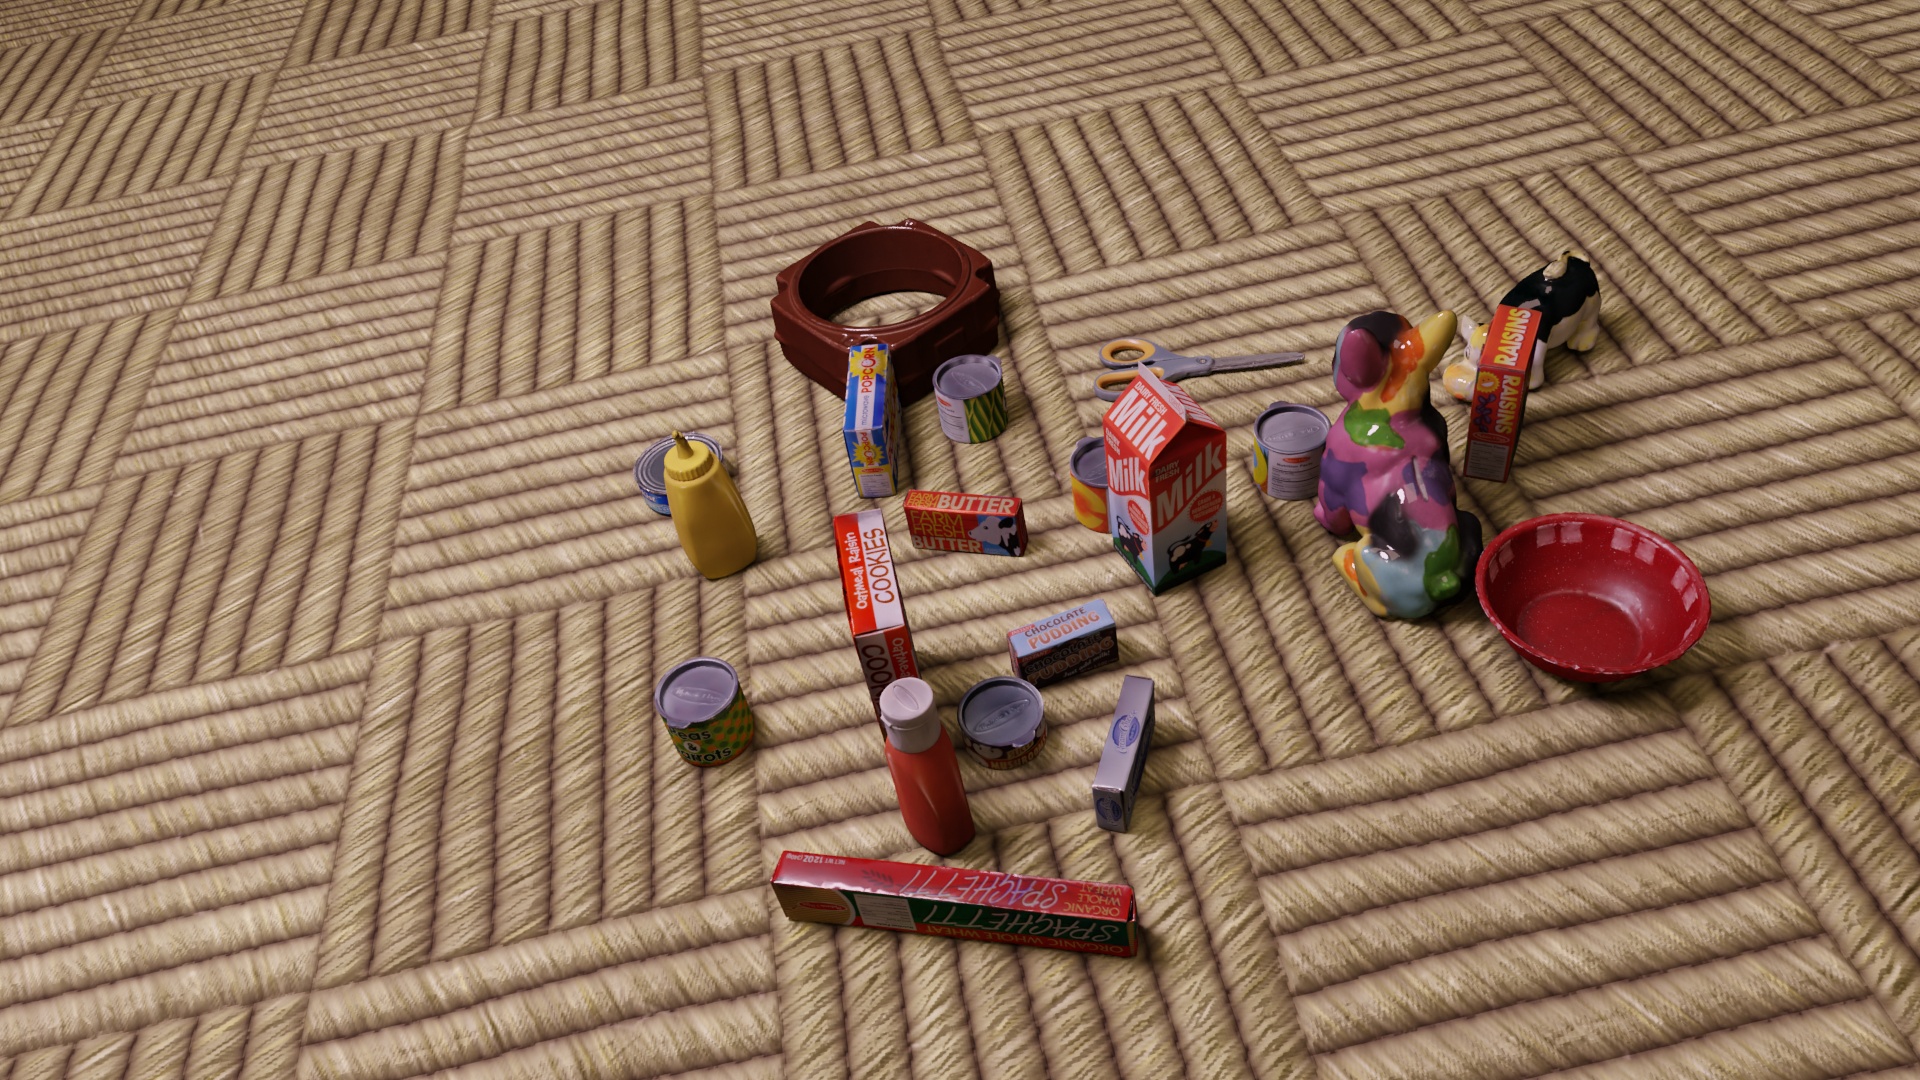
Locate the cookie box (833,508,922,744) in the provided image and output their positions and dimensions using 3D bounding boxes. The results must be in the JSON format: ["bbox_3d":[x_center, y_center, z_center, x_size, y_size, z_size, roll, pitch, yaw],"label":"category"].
[{"bbox_3d":[-0.056,0.077,1.042,0.040,0.166,0.123,-13,44,-2],"label":"cookie box"}]

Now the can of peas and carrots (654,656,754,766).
[{"bbox_3d":[-0.200,0.136,1.088,0.071,0.058,0.071,-6,44,6],"label":"can of peas and carrots"}]

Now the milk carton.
[{"bbox_3d":[0.165,-0.053,1.115,0.073,0.189,0.072,-24,46,-13],"label":"milk carton"}]

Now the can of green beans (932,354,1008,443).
[{"bbox_3d":[0.011,-0.134,1.322,0.071,0.057,0.071,-6,44,6],"label":"can of green beans"}]

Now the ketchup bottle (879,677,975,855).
[{"bbox_3d":[-0.026,0.156,0.970,0.044,0.148,0.065,-32,48,-21],"label":"ketchup bottle"}]

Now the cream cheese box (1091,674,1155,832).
[{"bbox_3d":[0.121,0.155,1.011,0.024,0.053,0.104,7,47,18],"label":"cream cheese box"}]

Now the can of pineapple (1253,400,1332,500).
[{"bbox_3d":[0.289,-0.078,1.211,0.071,0.057,0.071,-6,44,6],"label":"can of pineapple"}]

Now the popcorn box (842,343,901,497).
[{"bbox_3d":[-0.081,-0.113,1.298,0.038,0.084,0.127,-6,44,6],"label":"popcorn box"}]

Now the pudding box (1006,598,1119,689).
[{"bbox_3d":[0.081,0.083,1.094,0.084,0.049,0.030,-19,45,-8],"label":"pudding box"}]

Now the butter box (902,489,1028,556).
[{"bbox_3d":[0.004,-0.015,1.206,0.103,0.052,0.024,5,46,16],"label":"butter box"}]

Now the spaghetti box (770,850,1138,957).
[{"bbox_3d":[-0.003,0.247,0.944,0.250,0.050,0.029,2,46,13],"label":"spaghetti box"}]

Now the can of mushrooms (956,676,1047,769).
[{"bbox_3d":[0.033,0.140,1.057,0.071,0.033,0.071,-5,44,6],"label":"can of mushrooms"}]

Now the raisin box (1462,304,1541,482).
[{"bbox_3d":[0.459,-0.124,1.178,0.040,0.122,0.086,14,49,23],"label":"raisin box"}]

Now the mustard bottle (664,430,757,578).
[{"bbox_3d":[-0.221,-0.038,1.196,0.065,0.159,0.049,-23,45,-12],"label":"mustard bottle"}]

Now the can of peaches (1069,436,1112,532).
[{"bbox_3d":[0.129,-0.050,1.213,0.071,0.057,0.071,-6,44,6],"label":"can of peaches"}]
